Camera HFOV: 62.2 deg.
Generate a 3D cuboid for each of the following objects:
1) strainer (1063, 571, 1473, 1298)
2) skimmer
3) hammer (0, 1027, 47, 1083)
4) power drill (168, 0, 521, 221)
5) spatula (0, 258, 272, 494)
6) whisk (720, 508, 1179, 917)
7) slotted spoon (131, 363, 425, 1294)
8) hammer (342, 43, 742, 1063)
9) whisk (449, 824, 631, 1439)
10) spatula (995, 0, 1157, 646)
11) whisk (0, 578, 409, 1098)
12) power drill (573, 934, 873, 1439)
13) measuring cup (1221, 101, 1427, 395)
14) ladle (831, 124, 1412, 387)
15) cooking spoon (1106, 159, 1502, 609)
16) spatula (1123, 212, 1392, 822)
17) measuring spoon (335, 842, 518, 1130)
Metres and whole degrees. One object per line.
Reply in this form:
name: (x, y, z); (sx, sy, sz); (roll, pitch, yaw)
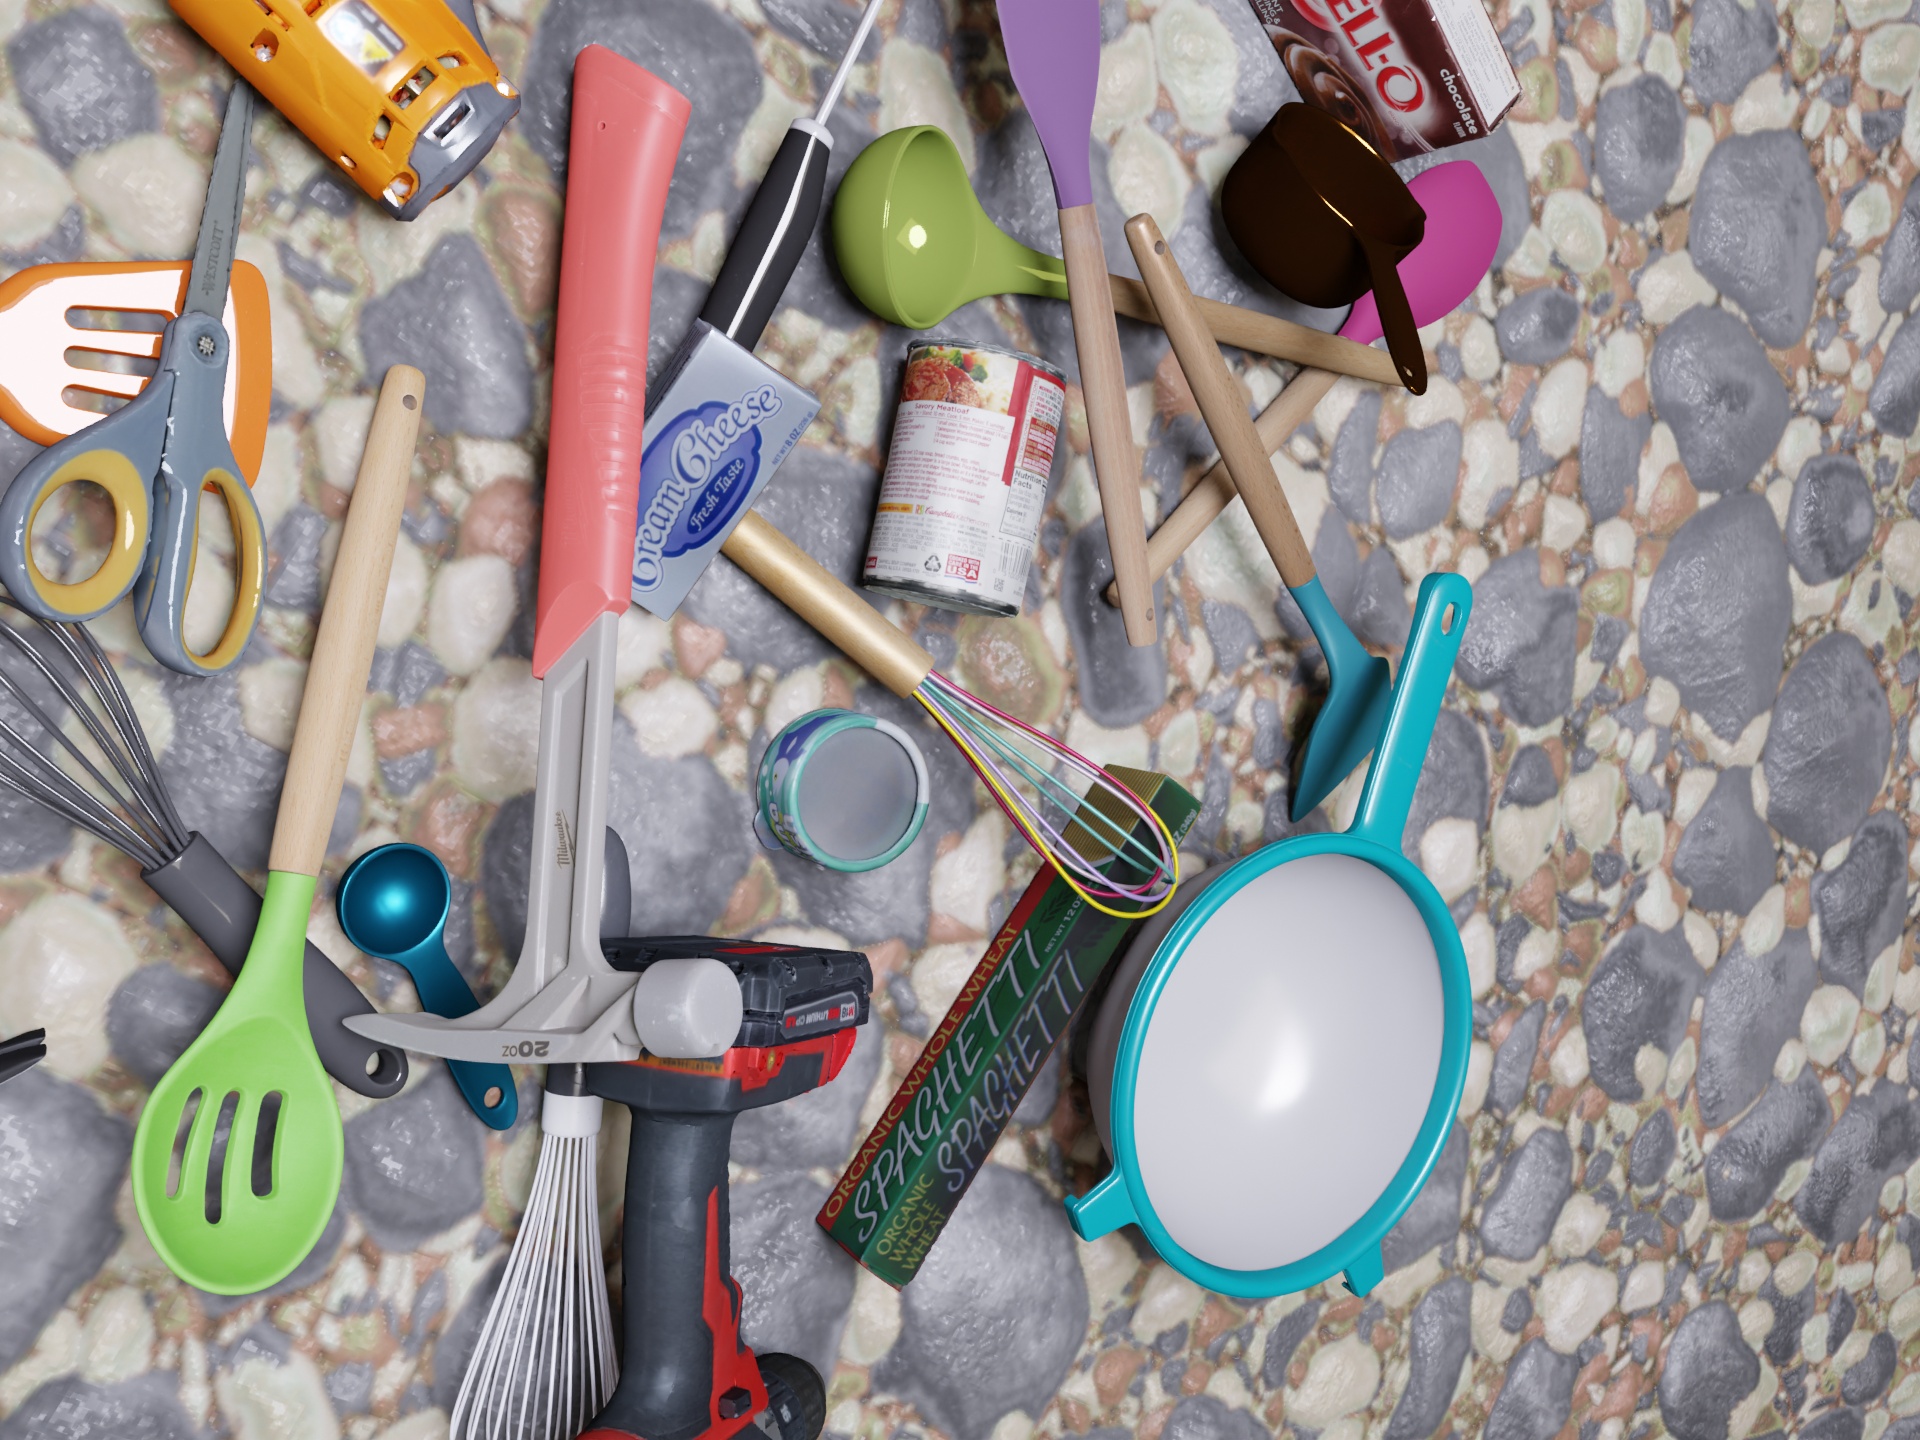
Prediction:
strainer: (0.153, 0.089, 0.748); (0.210, 0.095, 0.340); (22, 84, -32)
skimmer: (-0.056, -0.290, 0.598); (0.090, 0.127, 0.363); (25, 94, -13)
hammer: (-0.373, -0.033, 0.465); (0.127, 0.034, 0.337); (-12, 101, -28)
power drill: (-0.172, -0.304, 0.528); (0.164, 0.084, 0.226); (43, 78, -25)
spatula: (-0.346, -0.118, 0.430); (0.322, 0.041, 0.081); (-1, 96, -56)
whisk: (-0.002, -0.001, 0.652); (0.245, 0.051, 0.047); (39, 93, -11)
slotted spoon: (-0.217, 0.027, 0.536); (0.070, 0.031, 0.314); (22, 71, -48)
hammer: (-0.138, -0.063, 0.559); (0.036, 0.149, 0.359); (20, 68, -61)
whisk: (-0.150, 0.182, 0.609); (0.070, 0.070, 0.284); (7, 88, -30)
spatula: (0.052, -0.181, 0.640); (0.060, 0.018, 0.315); (-26, 113, -39)
whisk: (-0.263, 0.044, 0.535); (0.055, 0.055, 0.238); (-42, 118, -20)
power drill: (-0.088, 0.198, 0.603); (0.187, 0.080, 0.227); (24, 71, -73)
measuring cup: (0.165, -0.195, 0.704); (0.095, 0.052, 0.174); (14, 53, -30)
ladle: (0.089, -0.184, 0.694); (0.320, 0.062, 0.078); (7, 95, -29)
cooking spoon: (0.174, -0.166, 0.776); (0.319, 0.017, 0.068); (-47, 114, -18)
spatula: (0.138, -0.086, 0.730); (0.082, 0.044, 0.317); (-41, 119, -19)
measuring spoon: (-0.198, 0.101, 0.595); (0.042, 0.021, 0.128); (-37, 122, -37)
